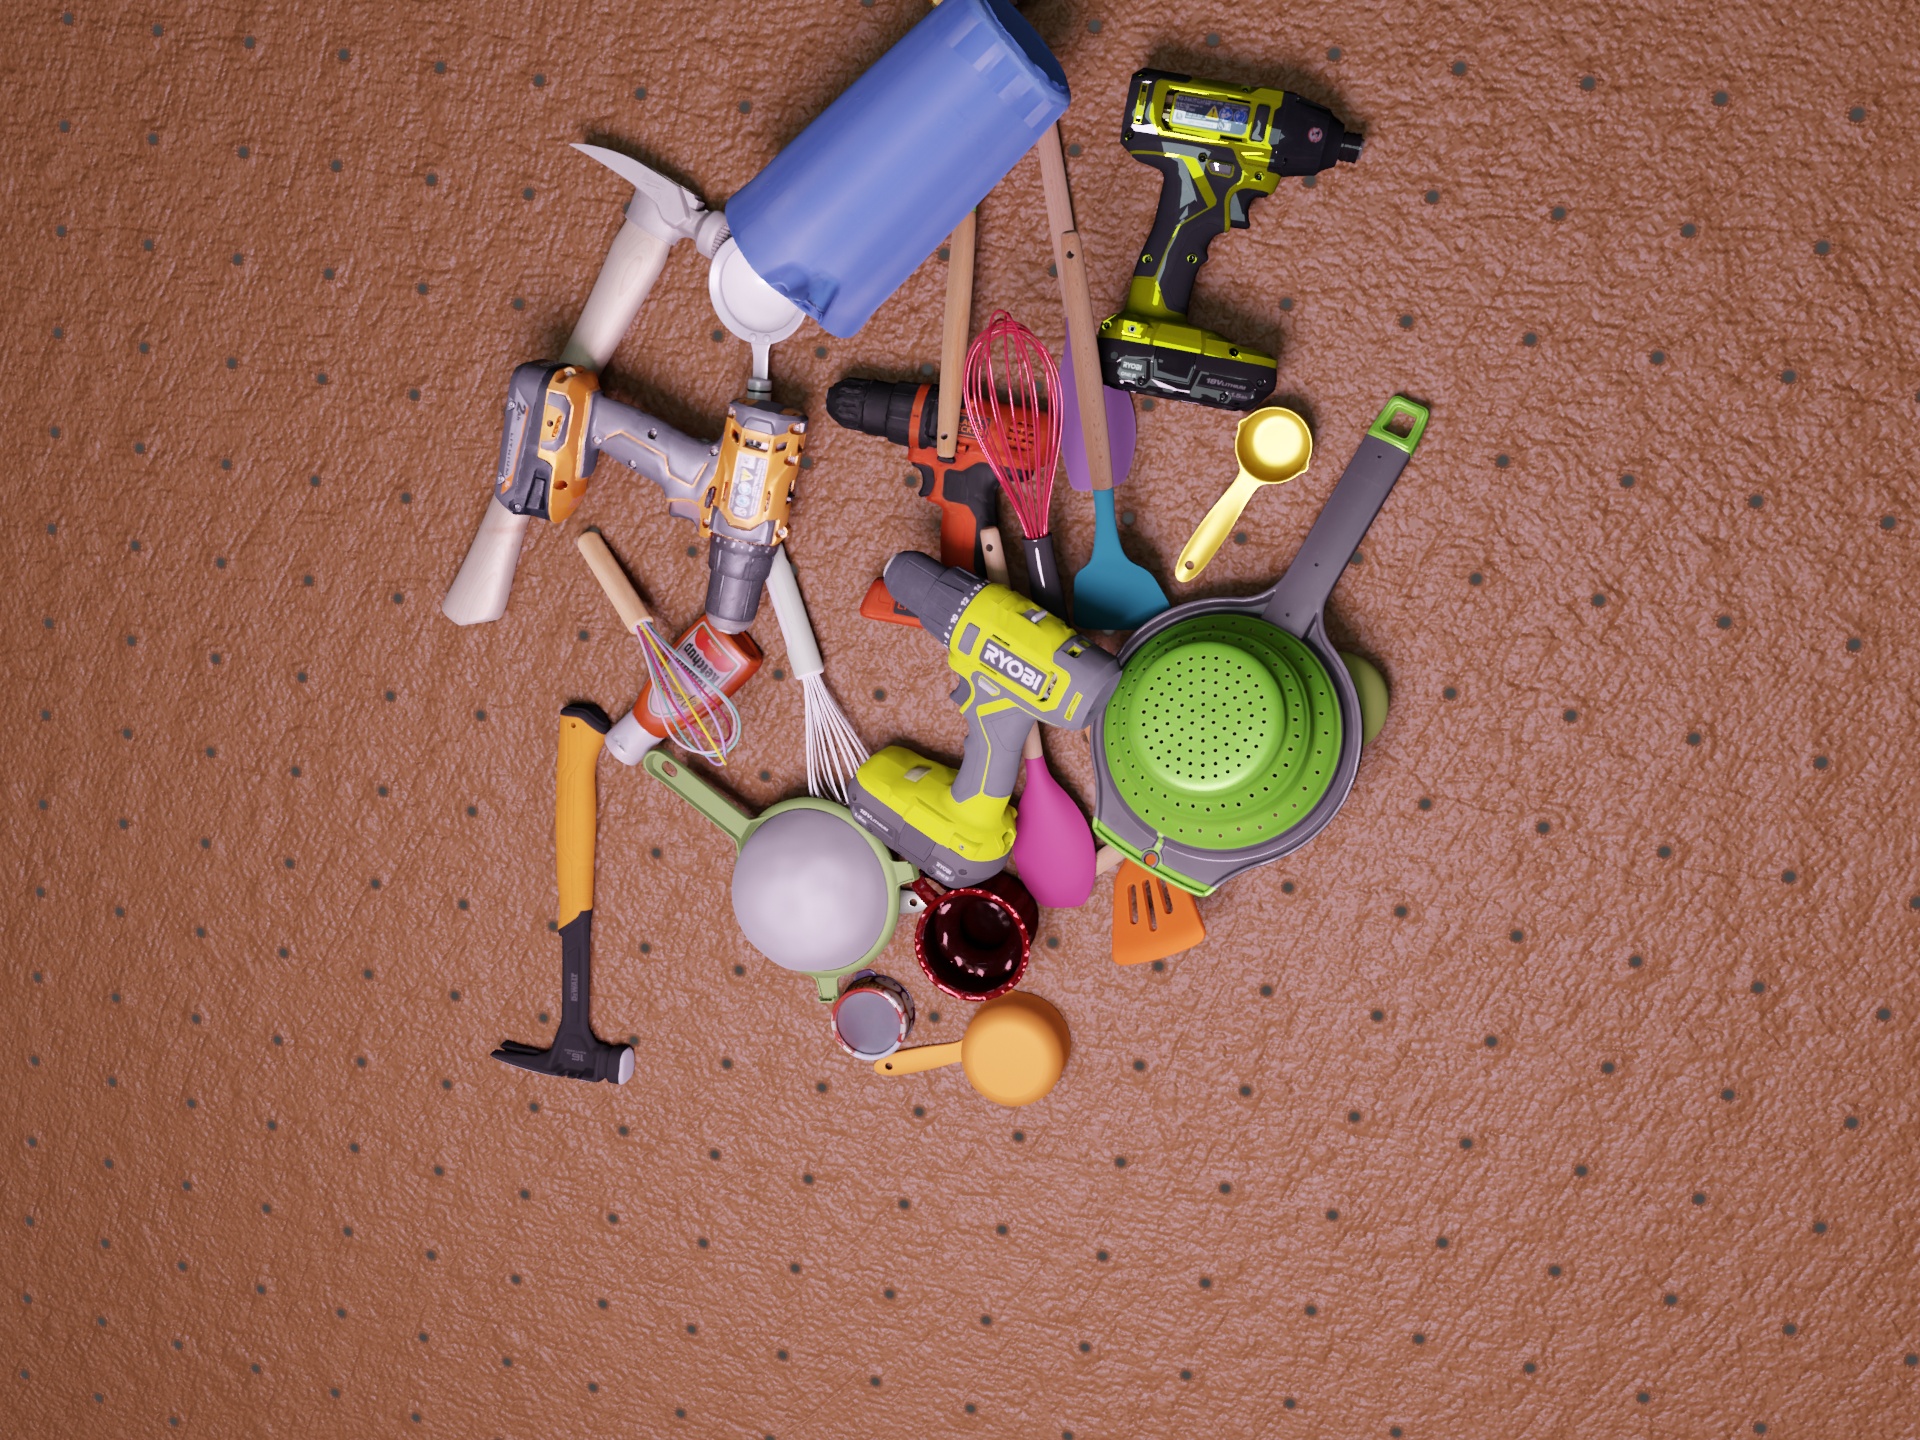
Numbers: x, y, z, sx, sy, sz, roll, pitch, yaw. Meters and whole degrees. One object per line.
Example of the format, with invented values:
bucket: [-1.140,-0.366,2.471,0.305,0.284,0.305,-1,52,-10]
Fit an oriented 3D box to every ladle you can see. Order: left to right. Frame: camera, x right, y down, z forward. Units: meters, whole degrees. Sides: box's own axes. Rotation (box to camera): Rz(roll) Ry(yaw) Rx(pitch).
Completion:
ladle: [0.194,0.054,1.249,0.320,0.062,0.078,-36,91,23]

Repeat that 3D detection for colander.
colander: [0.224,-0.067,1.145,0.205,0.094,0.397,30,92,20]

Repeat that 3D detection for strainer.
strainer: [-0.169,0.109,1.278,0.256,0.069,0.151,38,111,11]
strainer: [-0.160,-0.275,1.265,0.087,0.050,0.258,11,108,17]

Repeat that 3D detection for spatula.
spatula: [0.086,-0.334,1.208,0.060,0.018,0.316,-8,99,12]
spatula: [0.101,-0.199,1.161,0.082,0.044,0.317,0,119,18]
spatula: [0.109,0.027,1.236,0.081,0.041,0.322,-21,86,28]

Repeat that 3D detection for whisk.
whisk: [-0.247,-0.063,1.285,0.051,0.047,0.245,-42,67,19]
whisk: [-0.121,-0.030,1.298,0.059,0.058,0.246,-18,92,-15]
whisk: [0.053,-0.155,1.180,0.073,0.073,0.295,-6,110,14]

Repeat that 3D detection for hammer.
hammer: [-0.338,-0.263,1.309,0.146,0.038,0.410,33,106,7]
hammer: [-0.343,0.151,1.387,0.127,0.034,0.337,7,101,11]

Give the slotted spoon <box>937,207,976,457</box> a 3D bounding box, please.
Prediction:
slotted spoon: [0.004,-0.354,1.188,0.070,0.031,0.314,6,92,20]

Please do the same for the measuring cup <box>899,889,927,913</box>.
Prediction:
measuring cup: [-0.110,0.156,1.331,0.167,0.038,0.083,-2,100,15]

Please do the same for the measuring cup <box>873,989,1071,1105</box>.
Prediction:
measuring cup: [0.004,0.283,1.321,0.173,0.052,0.095,-13,97,13]

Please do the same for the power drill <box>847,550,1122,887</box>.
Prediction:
power drill: [-0.002,-0.004,1.211,0.191,0.080,0.228,33,124,15]

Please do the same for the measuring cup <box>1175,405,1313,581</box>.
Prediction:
measuring cup: [0.212,-0.171,1.211,0.062,0.029,0.156,37,118,6]

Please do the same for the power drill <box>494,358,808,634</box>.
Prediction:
power drill: [-0.243,-0.177,1.252,0.226,0.084,0.185,14,108,2]

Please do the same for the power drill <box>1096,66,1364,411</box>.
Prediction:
power drill: [0.187,-0.344,1.153,0.171,0.080,0.223,11,100,4]

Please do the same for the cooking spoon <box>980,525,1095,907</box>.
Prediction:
cooking spoon: [0.052,0.004,1.240,0.069,0.017,0.318,-5,109,22]
